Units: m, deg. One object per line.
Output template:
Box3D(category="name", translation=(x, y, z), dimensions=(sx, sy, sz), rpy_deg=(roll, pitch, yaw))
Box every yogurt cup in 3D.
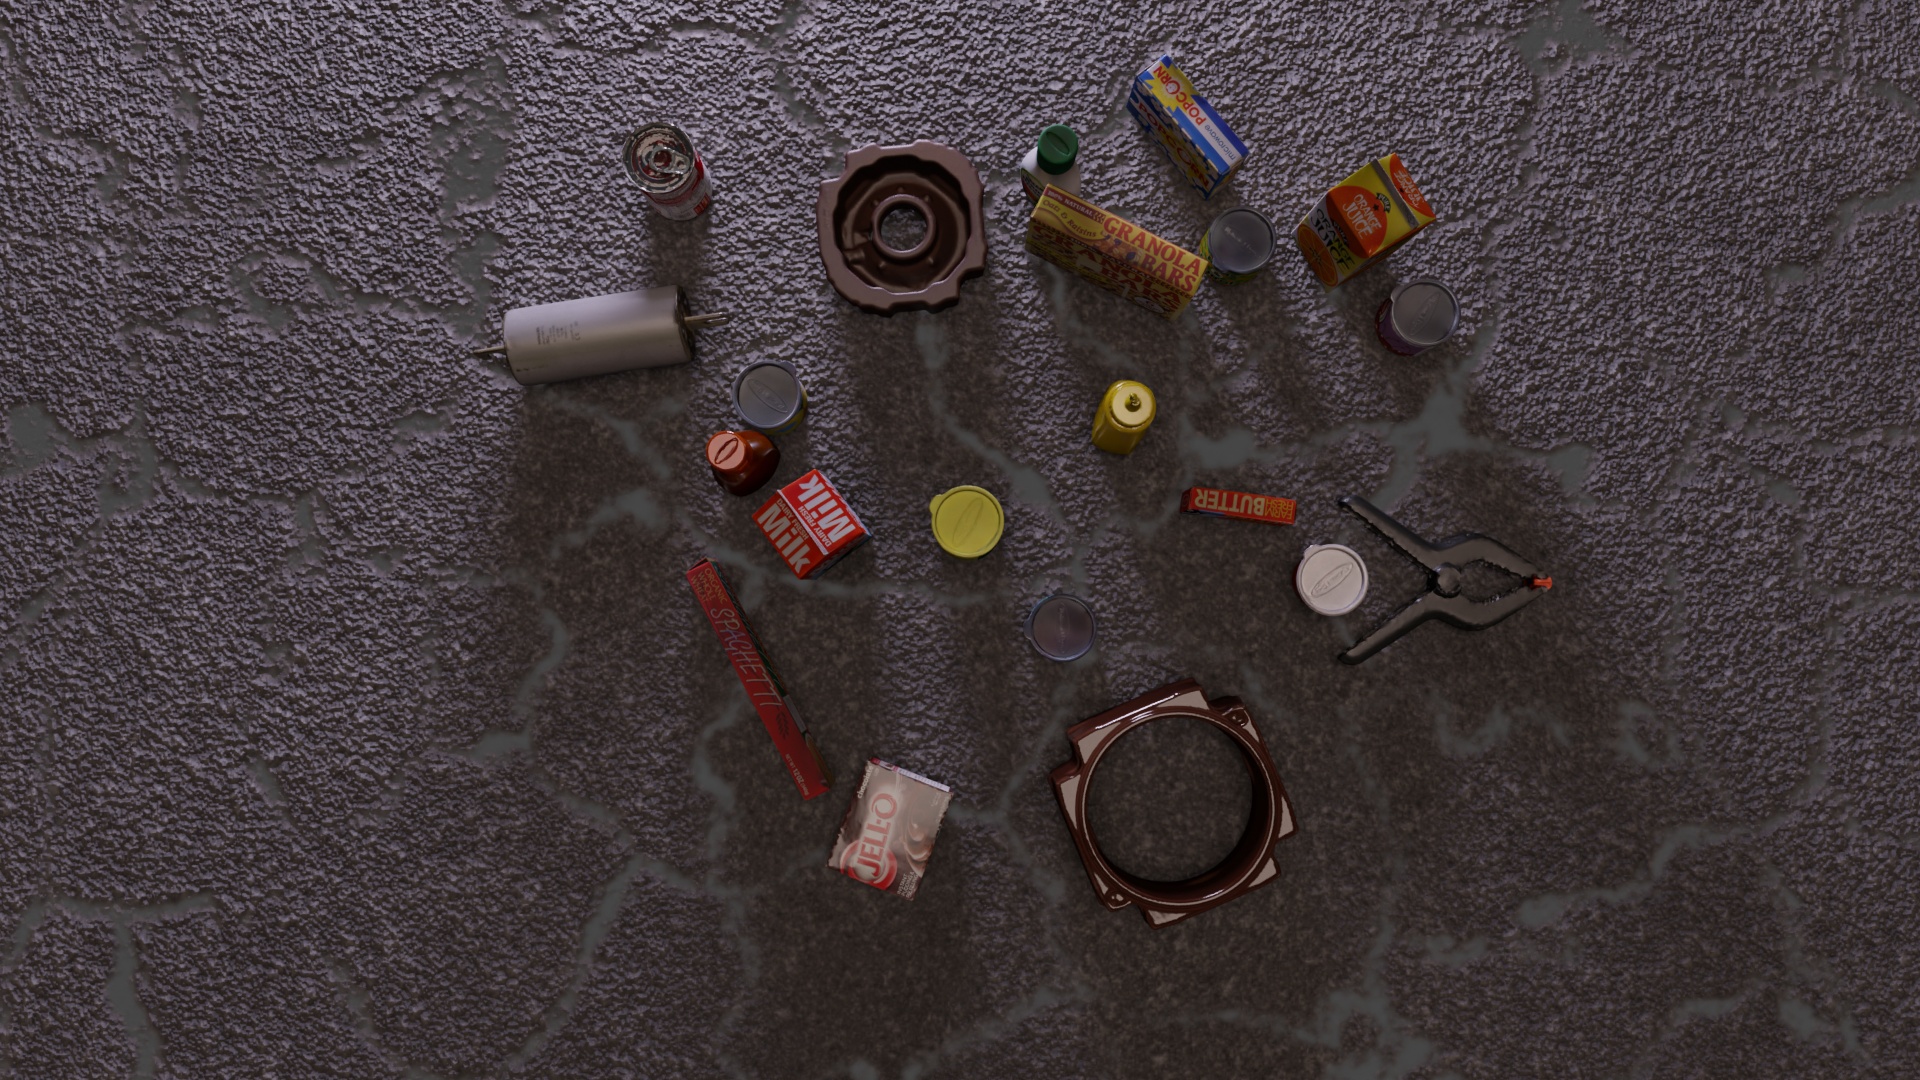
Box3D(category="yogurt cup", translation=(0.351, 0.038, 1.335), dimensions=(0.072, 0.054, 0.072), rpy_deg=(0, 87, 0))

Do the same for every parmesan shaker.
Box3D(category="parmesan shaker", translation=(0.005, -0.016, 1.313), dimensions=(0.071, 0.103, 0.071), rpy_deg=(0, 87, 0))

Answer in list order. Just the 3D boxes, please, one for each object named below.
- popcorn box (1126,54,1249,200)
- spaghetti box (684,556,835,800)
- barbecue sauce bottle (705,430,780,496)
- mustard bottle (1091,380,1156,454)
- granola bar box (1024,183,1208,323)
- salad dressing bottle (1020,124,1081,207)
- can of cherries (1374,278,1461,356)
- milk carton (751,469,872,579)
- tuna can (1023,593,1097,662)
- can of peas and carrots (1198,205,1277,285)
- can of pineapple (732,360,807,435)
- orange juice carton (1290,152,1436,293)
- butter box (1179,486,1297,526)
Box3D(category="popcorn box", translation=(0.218, -0.397, 1.342), dimensions=(0.038, 0.085, 0.127), rpy_deg=(-40, 88, -1))
Box3D(category="spaghetti box", translation=(-0.192, 0.131, 1.332), dimensions=(0.029, 0.050, 0.250), rpy_deg=(-29, 87, -1))
Box3D(category="barbecue sauce bottle", translation=(-0.205, -0.075, 1.294), dimensions=(0.043, 0.148, 0.065), rpy_deg=(42, 88, 2))
Box3D(category="mustard bottle", translation=(0.154, -0.118, 1.290), dimensions=(0.049, 0.160, 0.065), rpy_deg=(16, 88, 1))
Box3D(category="granola bar box", translation=(0.145, -0.271, 1.316), dimensions=(0.165, 0.124, 0.039), rpy_deg=(27, 88, 1))
Box3D(category="salad dressing bottle", translation=(0.087, -0.351, 1.309), dimensions=(0.044, 0.147, 0.064), rpy_deg=(-45, 88, -1))
Box3D(category="can of cherries", translation=(0.440, -0.217, 1.346), dimensions=(0.071, 0.058, 0.071), rpy_deg=(0, 87, 0))
Box3D(category="milk carton", translation=(-0.135, -0.013, 1.269), dimensions=(0.073, 0.190, 0.072), rpy_deg=(-37, 88, -1))
Box3D(category="tuna can", translation=(0.095, 0.084, 1.343), dimensions=(0.071, 0.033, 0.071), rpy_deg=(0, 87, 0))
Box3D(category="can of peas and carrots", translation=(0.267, -0.283, 1.349), dimensions=(0.071, 0.058, 0.071), rpy_deg=(0, 87, 0))
Box3D(category="can of pineapple", translation=(-0.182, -0.138, 1.343), dimensions=(0.071, 0.058, 0.071), rpy_deg=(0, 87, 0))
Box3D(category="orange juice carton", translation=(0.374, -0.295, 1.283), dimensions=(0.073, 0.192, 0.072), rpy_deg=(-30, 88, -1))
Box3D(category="butter box", translation=(0.267, -0.032, 1.339), dimensions=(0.103, 0.053, 0.024), rpy_deg=(8, 88, 0))
